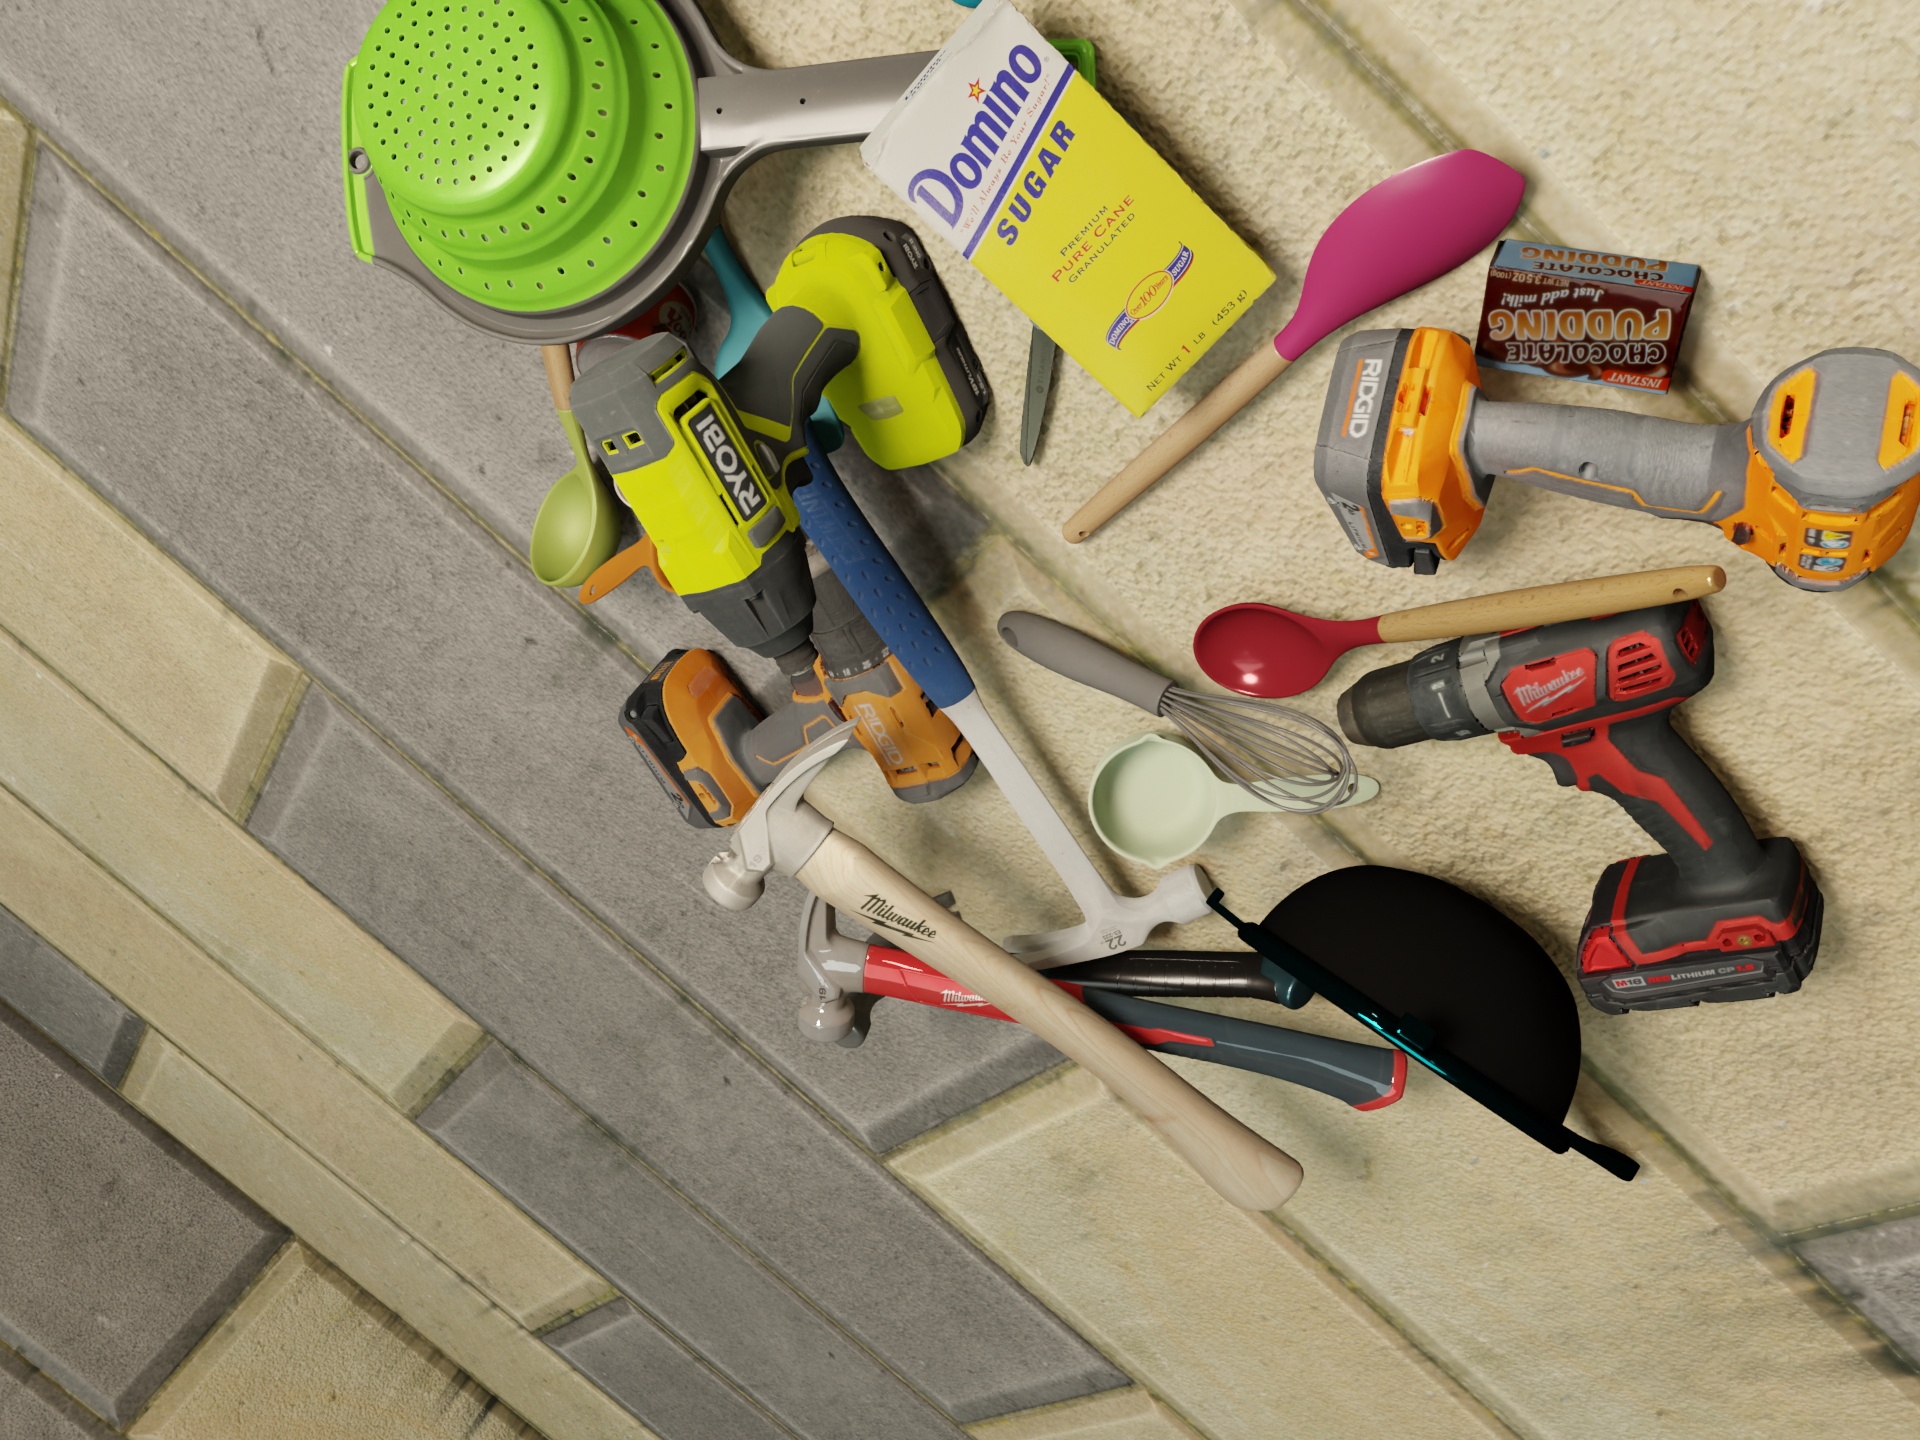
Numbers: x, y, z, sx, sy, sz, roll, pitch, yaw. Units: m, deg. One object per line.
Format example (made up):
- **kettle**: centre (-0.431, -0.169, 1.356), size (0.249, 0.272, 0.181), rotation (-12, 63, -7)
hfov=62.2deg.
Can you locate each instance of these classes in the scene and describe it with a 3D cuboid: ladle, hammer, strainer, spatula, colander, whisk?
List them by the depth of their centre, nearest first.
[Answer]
- **colander**: centre (-0.139, -0.290, 0.741), size (0.397, 0.094, 0.204), rotation (-1, 94, 14)
- **ladle**: centre (0.225, -0.048, 0.771), size (0.069, 0.031, 0.315), rotation (44, 157, -20)
- **spatula**: centre (-0.149, -0.286, 0.854), size (0.082, 0.044, 0.317), rotation (-9, 121, 23)
- **whisk**: centre (0.117, -0.011, 0.906), size (0.239, 0.055, 0.055), rotation (28, 139, 29)
- **strainer**: centre (0.315, 0.174, 0.925), size (0.340, 0.095, 0.211), rotation (33, 180, -28)
- **ladle**: centre (-0.254, -0.210, 0.959), size (0.319, 0.062, 0.078), rotation (91, 155, -47)
- **hammer**: centre (-0.002, -0.003, 0.961), size (0.144, 0.035, 0.405), rotation (-27, 115, 18)
- **hammer**: centre (0.048, 0.164, 0.964), size (0.410, 0.038, 0.146), rotation (36, 117, -8)
- **hammer**: centre (0.087, 0.173, 1.001), size (0.386, 0.038, 0.143), rotation (10, 120, 7)
- **hammer**: centre (0.076, 0.171, 1.078), size (0.331, 0.128, 0.033), rotation (-3, 127, 24)

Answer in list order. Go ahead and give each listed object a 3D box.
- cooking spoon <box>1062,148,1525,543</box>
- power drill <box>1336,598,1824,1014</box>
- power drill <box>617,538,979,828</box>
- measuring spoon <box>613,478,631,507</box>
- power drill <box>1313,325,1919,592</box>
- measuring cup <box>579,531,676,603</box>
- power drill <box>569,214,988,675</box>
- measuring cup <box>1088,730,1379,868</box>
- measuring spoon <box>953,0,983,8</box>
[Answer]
- **cooking spoon**: centre (0.142, -0.167, 0.777), size (0.068, 0.017, 0.319), rotation (15, 150, -27)
- **power drill**: centre (0.318, 0.041, 0.819), size (0.188, 0.080, 0.226), rotation (-18, 113, 42)
- **power drill**: centre (-0.119, -0.020, 1.049), size (0.226, 0.084, 0.185), rotation (-11, 121, 34)
- **measuring spoon**: centre (-0.164, -0.137, 1.023), size (0.124, 0.018, 0.034), rotation (23, 123, 5)
- **power drill**: centre (0.283, -0.102, 0.684), size (0.226, 0.084, 0.164), rotation (10, 170, 28)
- **measuring cup**: centre (-0.173, -0.102, 0.997), size (0.052, 0.095, 0.173), rotation (13, 154, -42)
- **power drill**: centre (-0.079, -0.143, 0.801), size (0.080, 0.223, 0.171), rotation (-8, 122, 38)
- **measuring cup**: centre (0.159, 0.040, 0.938), size (0.167, 0.038, 0.083), rotation (-4, 104, 5)
- **measuring spoon**: centre (-0.022, -0.375, 0.707), size (0.042, 0.021, 0.128), rotation (-21, 115, 43)
